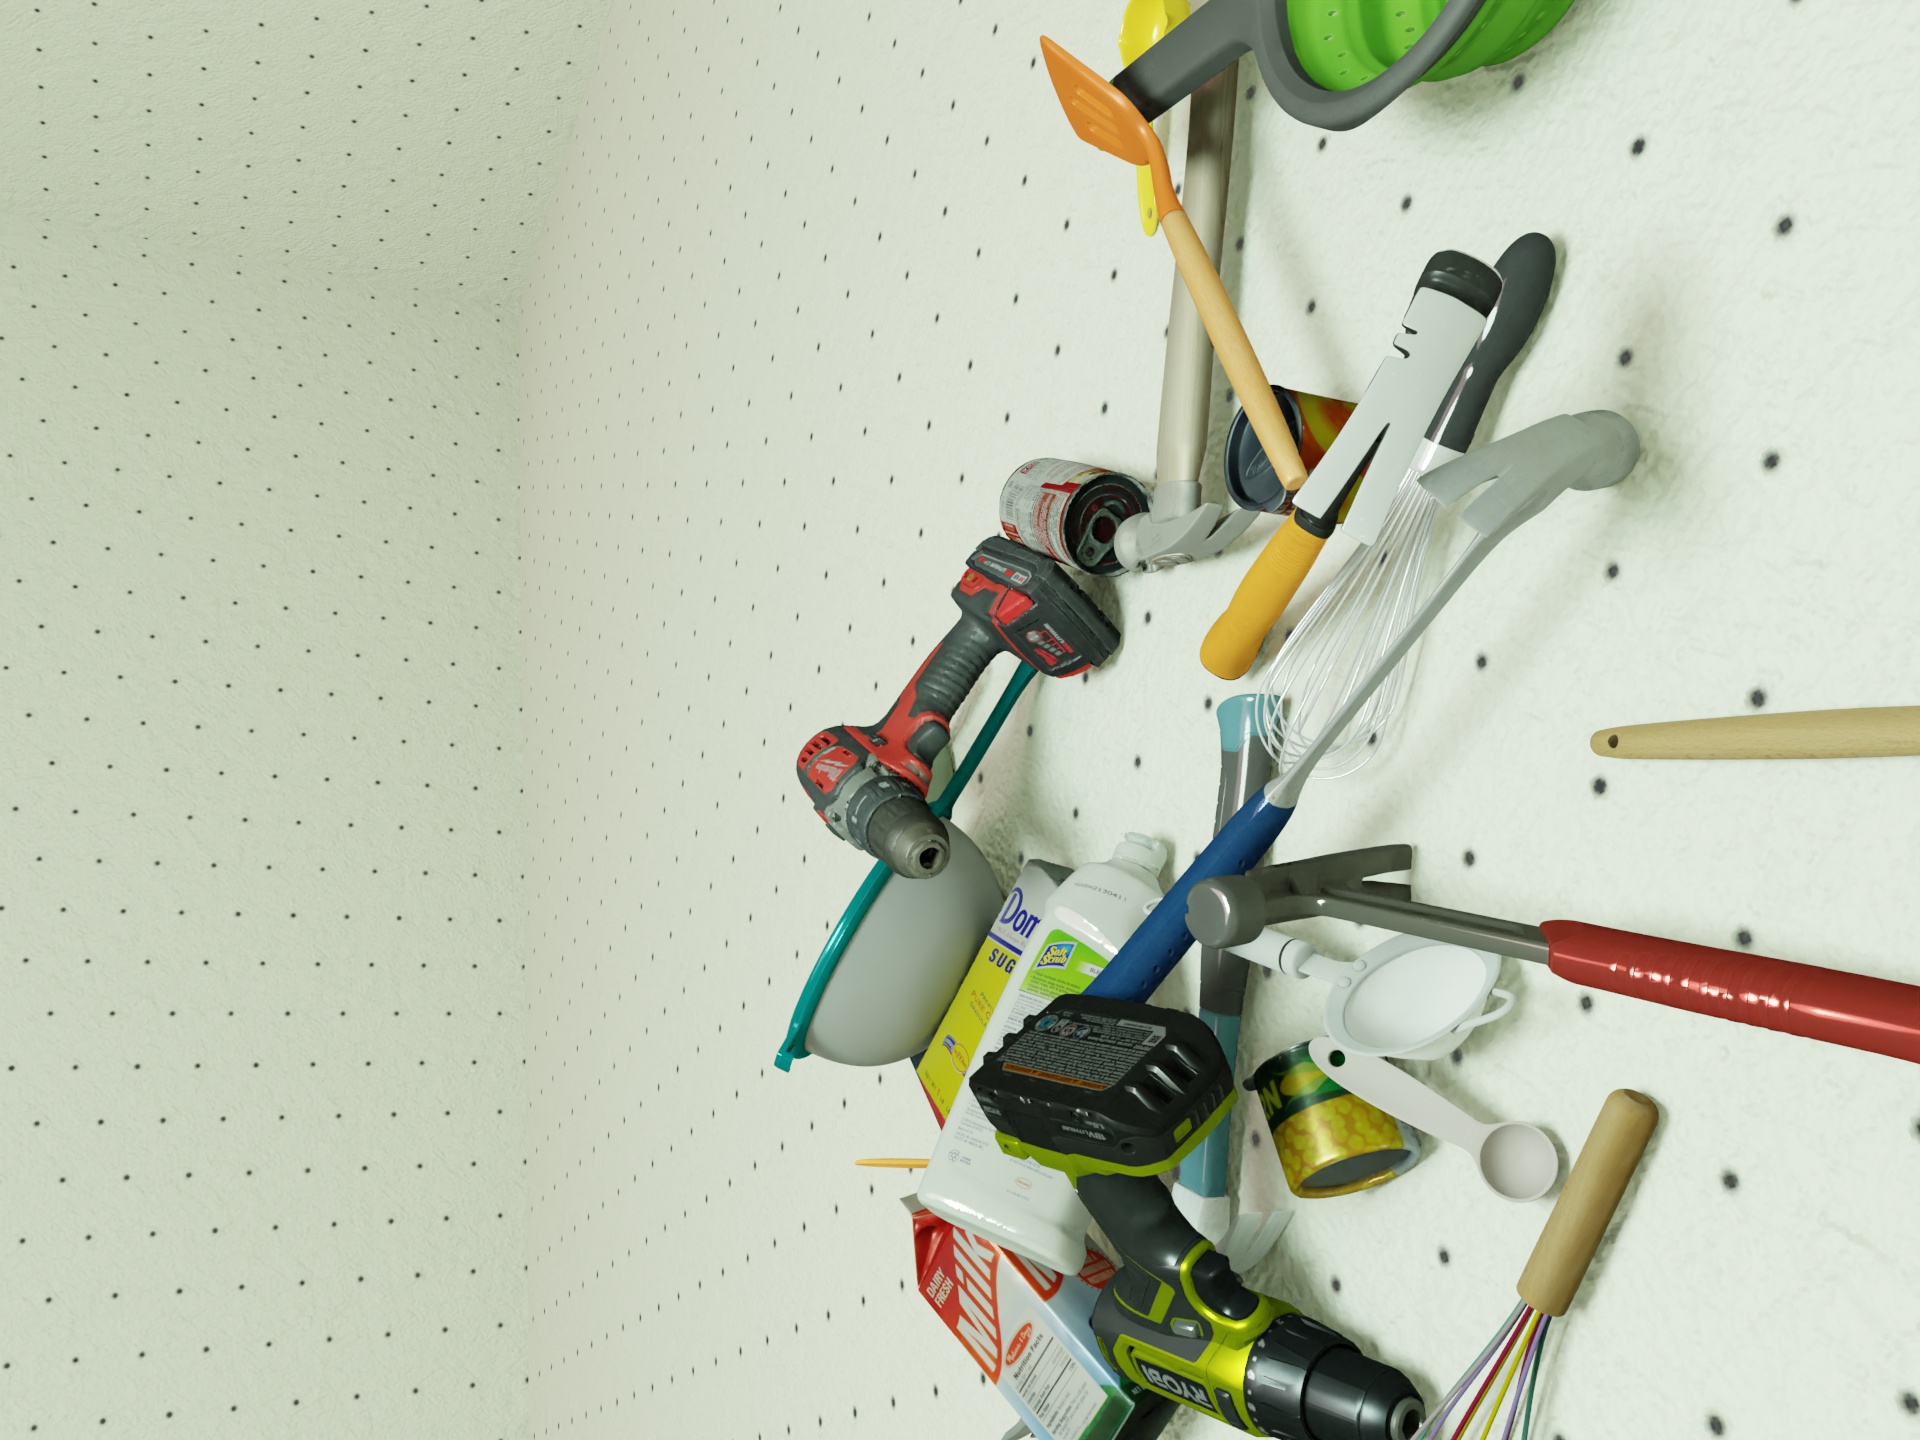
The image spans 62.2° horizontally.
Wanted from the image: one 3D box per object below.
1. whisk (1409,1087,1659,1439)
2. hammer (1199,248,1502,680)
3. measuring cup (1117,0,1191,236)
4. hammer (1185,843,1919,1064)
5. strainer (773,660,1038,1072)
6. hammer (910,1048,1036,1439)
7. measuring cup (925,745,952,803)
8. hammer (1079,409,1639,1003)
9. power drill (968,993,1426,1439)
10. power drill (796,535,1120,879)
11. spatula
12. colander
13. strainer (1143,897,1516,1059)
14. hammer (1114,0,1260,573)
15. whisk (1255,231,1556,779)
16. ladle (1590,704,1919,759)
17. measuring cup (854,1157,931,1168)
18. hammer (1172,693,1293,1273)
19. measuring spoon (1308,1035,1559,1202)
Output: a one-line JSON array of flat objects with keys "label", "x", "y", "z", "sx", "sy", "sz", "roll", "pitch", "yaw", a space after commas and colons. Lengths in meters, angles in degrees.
[{"label": "whisk", "x": 0.238, "y": 0.265, "z": 0.671, "sx": 0.051, "sy": 0.047, "sz": 0.245, "roll": 33, "pitch": 112, "yaw": 42}, {"label": "hammer", "x": 0.159, "y": -0.080, "z": 0.754, "sx": 0.127, "sy": 0.034, "sz": 0.336, "roll": -59, "pitch": -6, "yaw": -16}, {"label": "measuring cup", "x": 0.132, "y": -0.400, "z": 1.046, "sx": 0.062, "sy": 0.029, "sz": 0.156, "roll": -160, "pitch": 65, "yaw": -64}, {"label": "hammer", "x": 0.262, "y": 0.092, "z": 0.605, "sx": 0.359, "sy": 0.149, "sz": 0.036, "roll": 7, "pitch": 98, "yaw": 53}, {"label": "strainer", "x": 0.002, "y": 0.115, "z": 1.135, "sx": 0.340, "sy": 0.095, "sz": 0.211, "roll": -60, "pitch": -10, "yaw": 3}, {"label": "hammer", "x": 0.001, "y": 0.320, "z": 1.157, "sx": 0.387, "sy": 0.038, "sz": 0.143, "roll": -122, "pitch": 42, "yaw": -51}, {"label": "measuring cup", "x": -0.016, "y": 0.015, "z": 1.253, "sx": 0.167, "sy": 0.038, "sz": 0.083, "roll": -59, "pitch": 35, "yaw": 39}, {"label": "hammer", "x": 0.151, "y": 0.028, "z": 0.739, "sx": 0.035, "sy": 0.144, "sz": 0.405, "roll": 47, "pitch": 127, "yaw": 21}, {"label": "power drill", "x": 0.114, "y": 0.253, "z": 0.776, "sx": 0.190, "sy": 0.080, "sz": 0.228, "roll": -4, "pitch": 118, "yaw": 54}, {"label": "power drill", "x": -0.002, "y": -0.003, "z": 1.046, "sx": 0.227, "sy": 0.080, "sz": 0.188, "roll": -48, "pitch": 29, "yaw": -3}, {"label": "spatula", "x": 0.115, "y": -0.250, "z": 0.864, "sx": 0.081, "sy": 0.041, "sz": 0.323, "roll": 50, "pitch": -160, "yaw": -61}, {"label": "colander", "x": 0.197, "y": -0.369, "z": 0.815, "sx": 0.397, "sy": 0.094, "sz": 0.204, "roll": 175, "pitch": 100, "yaw": -66}, {"label": "strainer", "x": 0.176, "y": 0.121, "z": 0.790, "sx": 0.259, "sy": 0.087, "sz": 0.050, "roll": 15, "pitch": 140, "yaw": 57}, {"label": "hammer", "x": 0.148, "y": -0.299, "z": 0.947, "sx": 0.146, "sy": 0.038, "sz": 0.411, "roll": 169, "pitch": 107, "yaw": -76}, {"label": "whisk", "x": 0.217, "y": -0.097, "z": 0.773, "sx": 0.070, "sy": 0.070, "sz": 0.284, "roll": 52, "pitch": 126, "yaw": 55}, {"label": "ladle", "x": 0.336, "y": 0.004, "z": 0.534, "sx": 0.315, "sy": 0.031, "sz": 0.069, "roll": 175, "pitch": 102, "yaw": -66}, {"label": "measuring cup", "x": 0.021, "y": 0.249, "z": 0.981, "sx": 0.095, "sy": 0.173, "sz": 0.052, "roll": 94, "pitch": 174, "yaw": -68}, {"label": "hammer", "x": 0.146, "y": 0.149, "z": 0.892, "sx": 0.128, "sy": 0.033, "sz": 0.331, "roll": -172, "pitch": 88, "yaw": -65}, {"label": "measuring spoon", "x": 0.213, "y": 0.176, "z": 0.720, "sx": 0.124, "sy": 0.018, "sz": 0.034, "roll": 27, "pitch": 90, "yaw": 38}]
